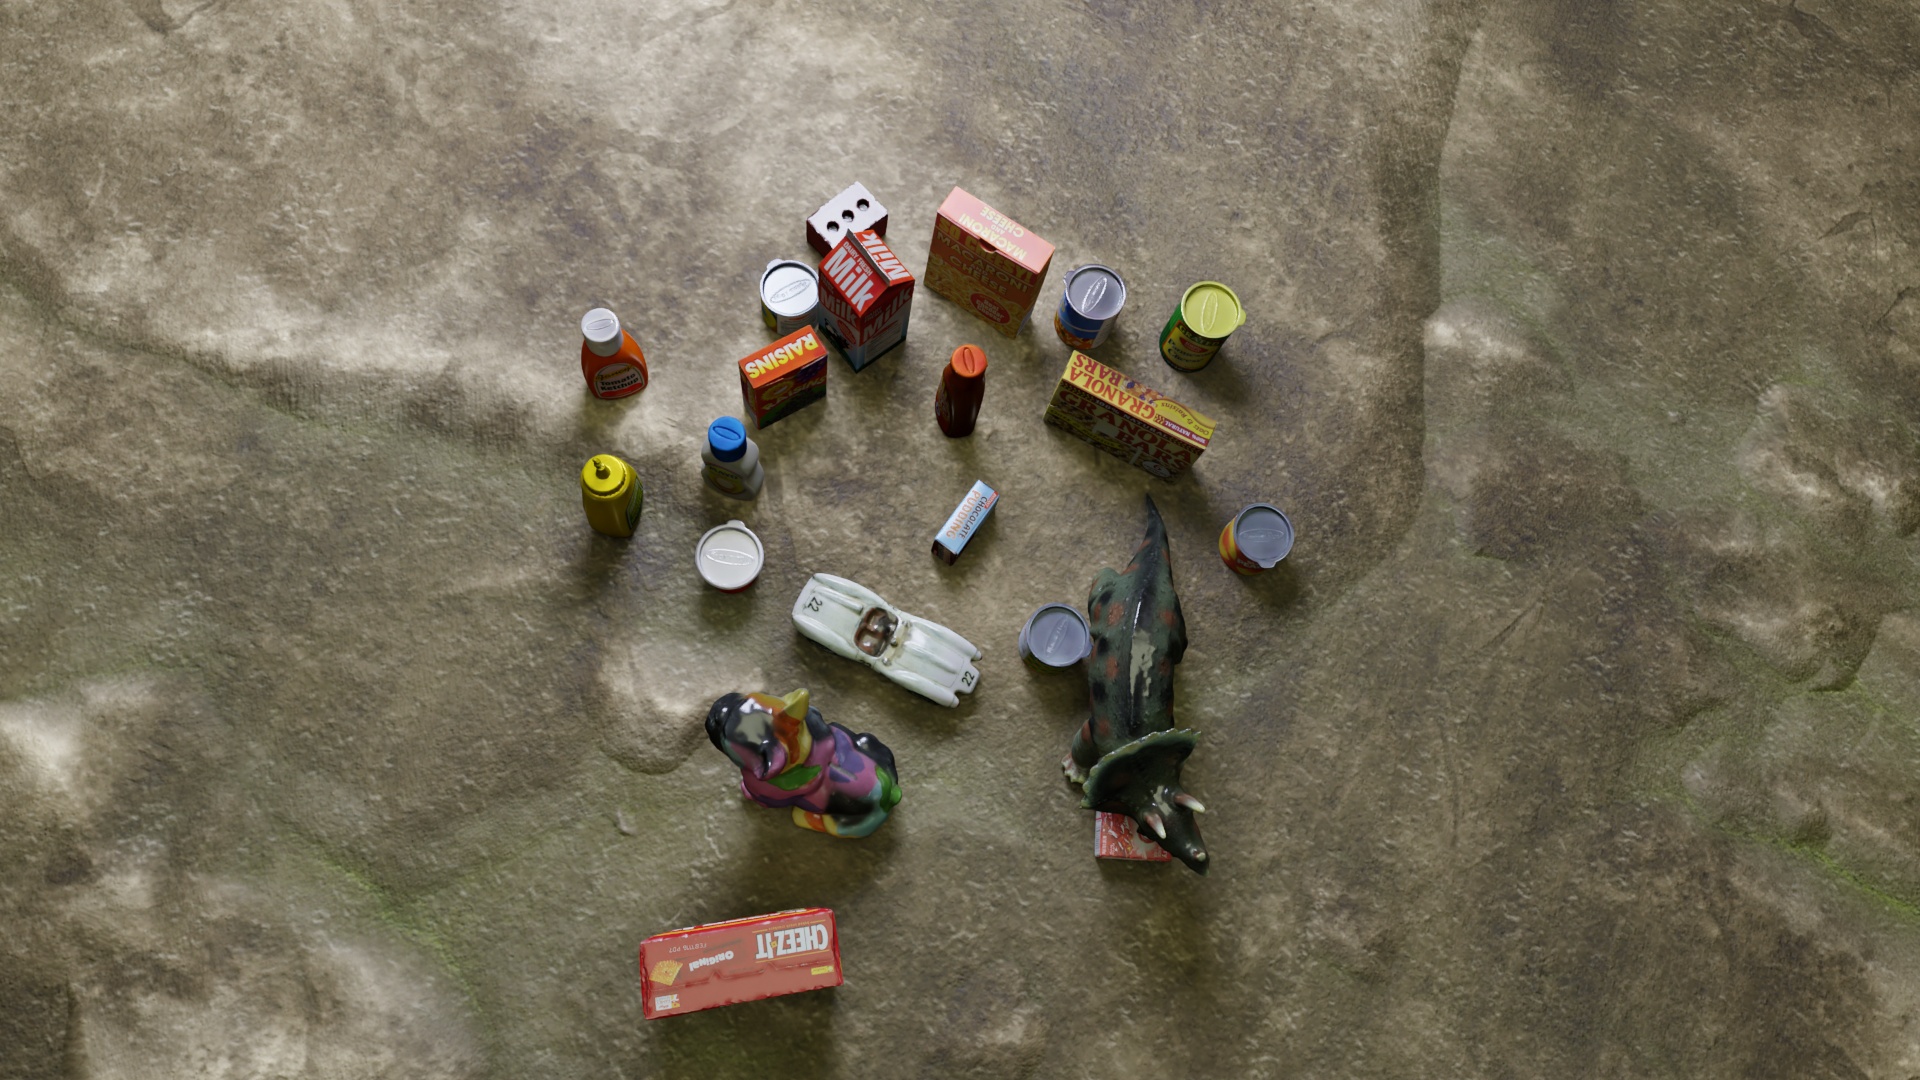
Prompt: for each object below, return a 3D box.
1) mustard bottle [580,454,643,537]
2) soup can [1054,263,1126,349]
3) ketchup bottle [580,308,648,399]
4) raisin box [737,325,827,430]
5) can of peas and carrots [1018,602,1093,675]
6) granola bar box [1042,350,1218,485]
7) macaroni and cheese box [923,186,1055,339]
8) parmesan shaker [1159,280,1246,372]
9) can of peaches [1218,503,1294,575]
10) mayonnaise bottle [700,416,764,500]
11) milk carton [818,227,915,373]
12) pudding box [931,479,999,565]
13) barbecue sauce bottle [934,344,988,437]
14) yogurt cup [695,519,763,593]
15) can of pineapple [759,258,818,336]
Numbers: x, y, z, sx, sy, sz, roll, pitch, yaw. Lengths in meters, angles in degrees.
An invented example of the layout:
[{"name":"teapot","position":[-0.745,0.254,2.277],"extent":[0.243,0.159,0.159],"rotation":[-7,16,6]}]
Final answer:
[{"name":"mustard bottle","position":[-0.346,-0.050,1.372],"extent":[0.049,0.159,0.065],"rotation":[12,74,-3]},{"name":"soup can","position":[0.139,-0.257,1.525],"extent":[0.071,0.083,0.071],"rotation":[2,74,-6]},{"name":"ketchup bottle","position":[-0.358,-0.191,1.416],"extent":[0.065,0.148,0.043],"rotation":[-17,77,-10]},{"name":"raisin box","position":[-0.184,-0.167,1.443],"extent":[0.086,0.123,0.040],"rotation":[-28,80,-13]},{"name":"can of peas and carrots","position":[0.098,0.103,1.431],"extent":[0.071,0.058,0.071],"rotation":[2,74,-6]},{"name":"granola bar box","position":[0.176,-0.126,1.471],"extent":[0.165,0.124,0.039],"rotation":[27,74,2]},{"name":"macaroni and cheese box","position":[0.028,-0.291,1.479],"extent":[0.124,0.166,0.040],"rotation":[32,74,3]},{"name":"parmesan shaker","position":[0.264,-0.231,1.521],"extent":[0.071,0.102,0.071],"rotation":[2,74,-6]},{"name":"can of peaches","position":[0.315,0.002,1.484],"extent":[0.071,0.058,0.071],"rotation":[2,74,-6]},{"name":"mayonnaise bottle","position":[-0.232,-0.083,1.400],"extent":[0.065,0.147,0.041],"rotation":[21,74,0]},{"name":"milk carton","position":[-0.099,-0.254,1.442],"extent":[0.073,0.190,0.072],"rotation":[-37,82,-14]},{"name":"pudding box","position":[0.005,-0.018,1.460],"extent":[0.030,0.049,0.084],"rotation":[35,74,4]},{"name":"barbecue sauce bottle","position":[0.002,-0.159,1.448],"extent":[0.044,0.148,0.065],"rotation":[-9,76,-9]},{"name":"yogurt cup","position":[-0.235,0.022,1.419],"extent":[0.072,0.053,0.072],"rotation":[2,74,-6]},{"name":"can of pineapple","position":[-0.184,-0.263,1.504],"extent":[0.071,0.057,0.071],"rotation":[2,74,-6]}]
